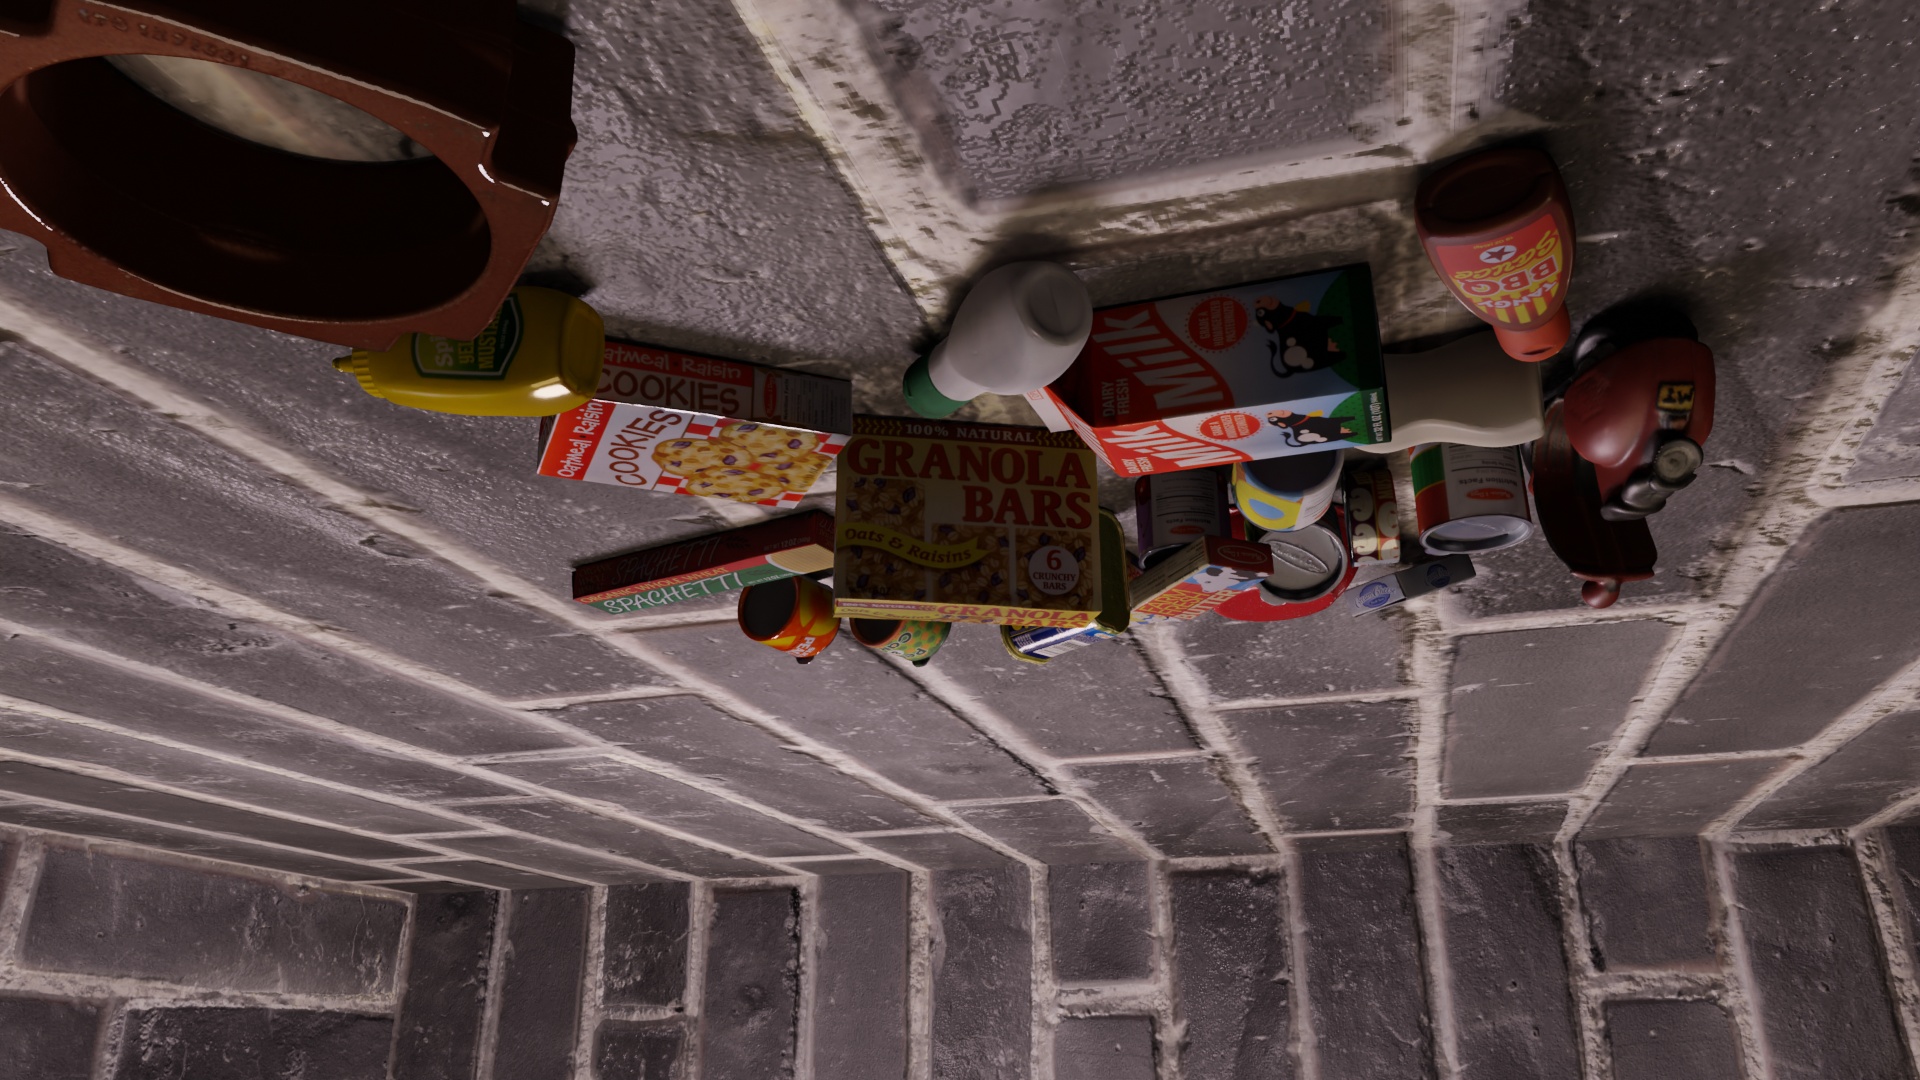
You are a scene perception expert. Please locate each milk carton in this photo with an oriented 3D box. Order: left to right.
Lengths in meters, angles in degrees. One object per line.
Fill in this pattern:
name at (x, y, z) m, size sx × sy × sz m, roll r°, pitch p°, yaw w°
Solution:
milk carton at (0.131, -0.086, 0.756) m, size 0.190 × 0.073 × 0.072 m, roll -7°, pitch 158°, yaw 18°

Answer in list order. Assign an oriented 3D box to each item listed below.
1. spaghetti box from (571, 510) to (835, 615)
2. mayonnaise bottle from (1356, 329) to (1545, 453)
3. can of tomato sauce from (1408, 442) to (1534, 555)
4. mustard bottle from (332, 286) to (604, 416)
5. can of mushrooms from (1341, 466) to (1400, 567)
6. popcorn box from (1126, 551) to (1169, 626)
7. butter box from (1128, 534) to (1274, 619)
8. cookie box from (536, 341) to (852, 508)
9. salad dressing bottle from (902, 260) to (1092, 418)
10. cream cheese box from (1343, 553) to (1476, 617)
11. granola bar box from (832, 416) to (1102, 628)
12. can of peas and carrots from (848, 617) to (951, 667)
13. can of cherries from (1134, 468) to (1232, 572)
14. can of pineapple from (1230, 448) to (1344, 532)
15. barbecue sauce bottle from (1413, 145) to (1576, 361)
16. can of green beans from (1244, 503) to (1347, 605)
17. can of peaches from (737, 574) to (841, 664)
spaghetti box at (-0.199, 0.020, 1.093) m, size 0.249 × 0.029 × 0.050 m, roll -12°, pitch 155°, yaw 28°
mayonnaise bottle at (0.253, -0.080, 0.796) m, size 0.148 × 0.065 × 0.041 m, roll -6°, pitch 162°, yaw 26°
can of tomato sauce at (0.314, -0.041, 0.864) m, size 0.071 × 0.083 × 0.071 m, roll 0°, pitch 159°, yaw 0°
mustard bottle at (-0.270, -0.097, 0.737) m, size 0.160 × 0.065 × 0.048 m, roll -2°, pitch 163°, yaw 16°
can of mushrooms at (0.281, -0.018, 0.953) m, size 0.033 × 0.071 × 0.071 m, roll -6°, pitch 158°, yaw 14°
popcorn box at (0.107, 0.039, 1.134) m, size 0.085 × 0.038 × 0.126 m, roll -11°, pitch 157°, yaw 29°
butter box at (0.163, 0.026, 0.953) m, size 0.053 × 0.024 × 0.103 m, roll 9°, pitch 156°, yaw -22°
cookie box at (-0.164, -0.068, 0.846) m, size 0.168 × 0.040 × 0.122 m, roll 7°, pitch 158°, yaw -22°
salad dressing bottle at (0.014, -0.101, 0.738) m, size 0.044 × 0.064 × 0.147 m, roll -11°, pitch 175°, yaw -28°
cream cheese box at (0.355, 0.034, 1.096) m, size 0.104 × 0.024 × 0.053 m, roll -12°, pitch 169°, yaw -39°
granola bar box at (0.003, -0.011, 0.879) m, size 0.166 × 0.124 × 0.039 m, roll 3°, pitch 159°, yaw -9°
can of peas and carrots at (-0.050, 0.065, 1.153) m, size 0.071 × 0.071 × 0.058 m, roll -16°, pitch 153°, yaw 35°
can of cherries at (0.156, -0.012, 0.974) m, size 0.071 × 0.058 × 0.071 m, roll -1°, pitch 159°, yaw 0°
can of pineapple at (0.203, -0.046, 0.874) m, size 0.071 × 0.071 × 0.057 m, roll -3°, pitch 158°, yaw 6°
barbecue sauce bottle at (0.268, -0.133, 0.675) m, size 0.065 × 0.044 × 0.148 m, roll -13°, pitch 156°, yaw 27°
can of green beans at (0.233, 0.001, 0.971) m, size 0.071 × 0.058 × 0.071 m, roll 3°, pitch 120°, yaw 6°
can of peaches at (-0.141, 0.061, 1.141) m, size 0.071 × 0.071 × 0.058 m, roll -13°, pitch 155°, yaw 29°
